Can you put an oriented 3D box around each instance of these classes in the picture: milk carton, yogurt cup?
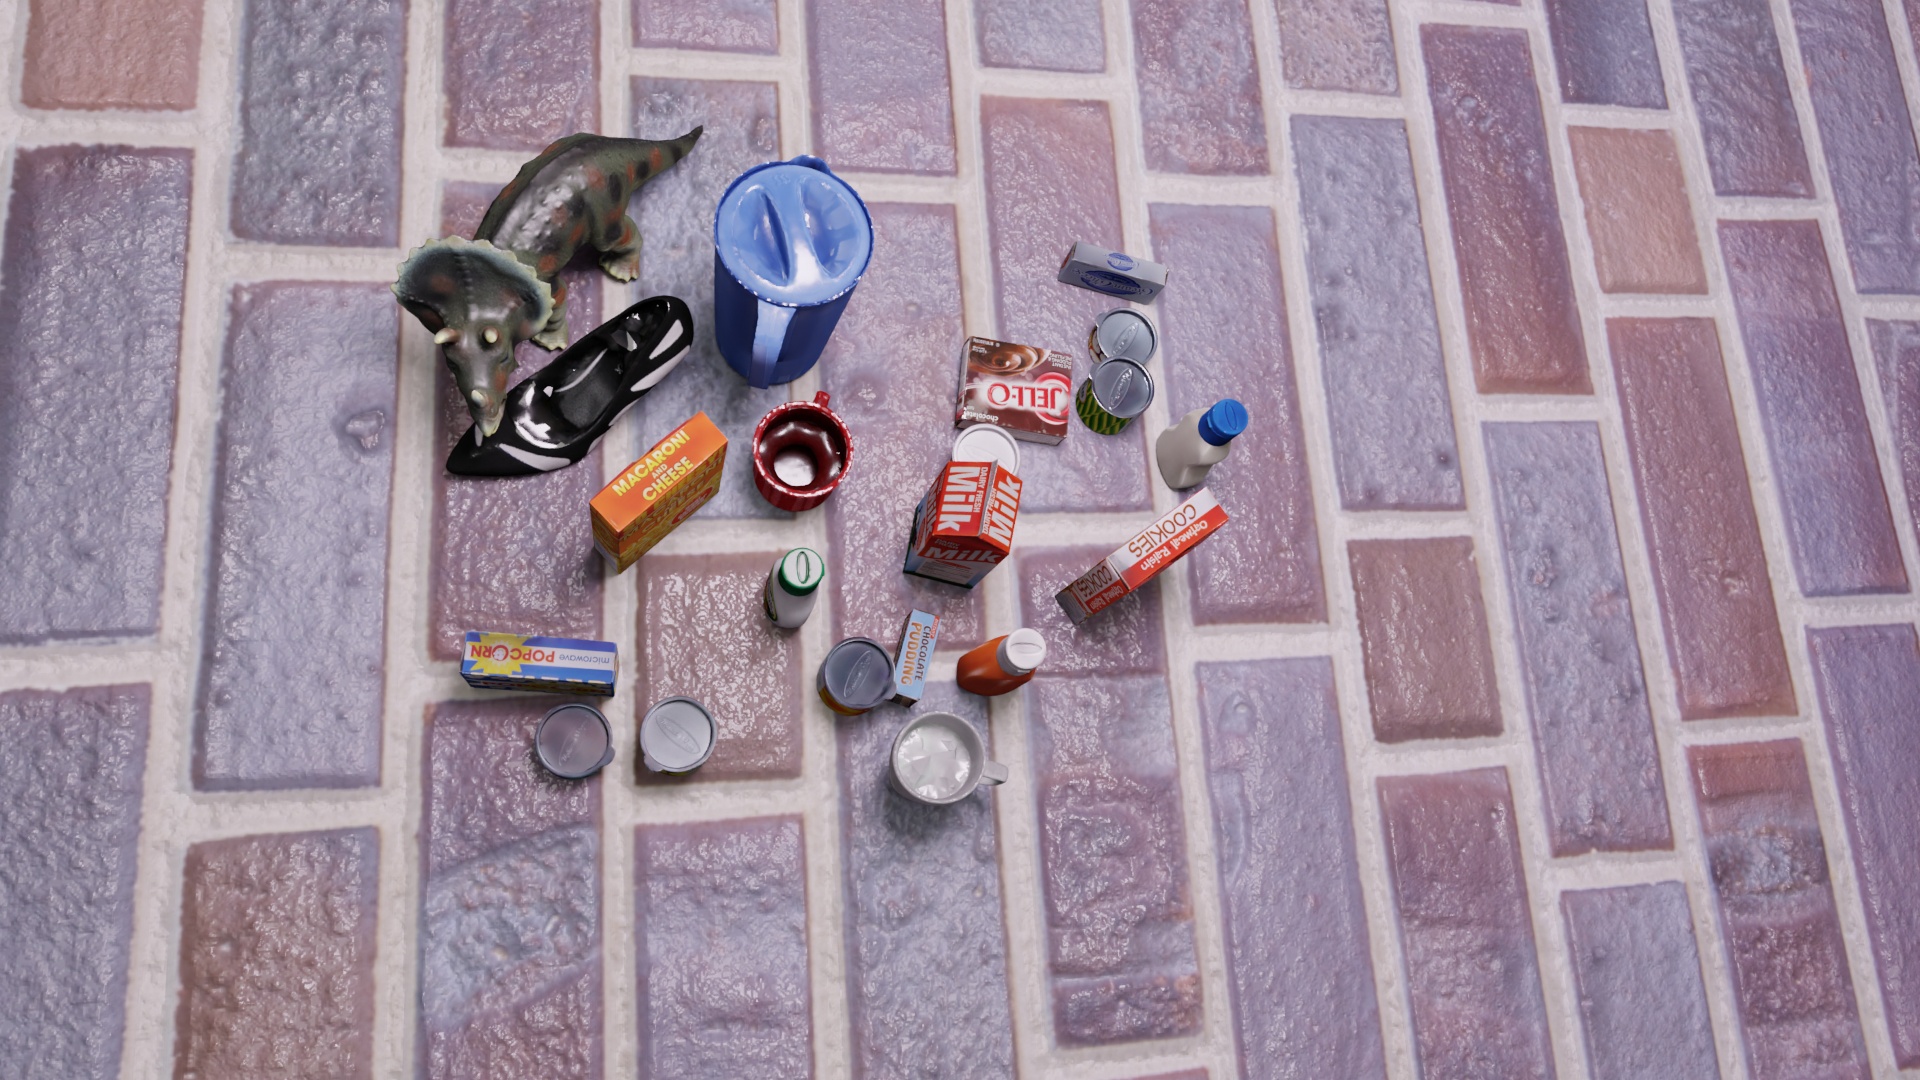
[{"bbox_3d":[0.005,-0.016,1.269,0.073,0.190,0.072,14,74,-9],"label":"milk carton"},{"bbox_3d":[0.020,-0.075,1.360,0.072,0.053,0.072,3,75,-12],"label":"yogurt cup"}]

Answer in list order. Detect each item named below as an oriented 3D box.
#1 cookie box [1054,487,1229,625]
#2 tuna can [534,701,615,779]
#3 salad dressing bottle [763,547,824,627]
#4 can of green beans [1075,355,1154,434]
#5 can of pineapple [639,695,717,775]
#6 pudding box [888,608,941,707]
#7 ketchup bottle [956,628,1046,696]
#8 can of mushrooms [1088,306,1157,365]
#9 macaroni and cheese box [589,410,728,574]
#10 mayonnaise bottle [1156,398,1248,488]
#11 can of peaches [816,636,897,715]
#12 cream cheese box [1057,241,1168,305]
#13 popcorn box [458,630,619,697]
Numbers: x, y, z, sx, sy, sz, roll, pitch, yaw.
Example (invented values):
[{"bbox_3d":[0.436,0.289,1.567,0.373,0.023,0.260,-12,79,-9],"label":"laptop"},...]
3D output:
[{"bbox_3d":[0.168,0.018,1.310,0.123,0.167,0.040,-35,86,-18],"label":"cookie box"},{"bbox_3d":[-0.337,0.178,1.222,0.071,0.032,0.071,3,75,-12],"label":"tuna can"},{"bbox_3d":[-0.148,0.039,1.242,0.044,0.147,0.064,0,76,-13],"label":"salad dressing bottle"},{"bbox_3d":[0.156,-0.147,1.408,0.071,0.057,0.071,3,75,-12],"label":"can of green beans"},{"bbox_3d":[-0.252,0.175,1.230,0.071,0.057,0.071,3,75,-12],"label":"can of pineapple"},{"bbox_3d":[-0.045,0.110,1.299,0.030,0.049,0.084,18,73,-8],"label":"pudding box"},{"bbox_3d":[0.041,0.111,1.266,0.065,0.148,0.043,4,76,-12],"label":"ketchup bottle"},{"bbox_3d":[0.166,-0.207,1.438,0.071,0.033,0.071,3,75,-12],"label":"can of mushrooms"},{"bbox_3d":[-0.267,-0.040,1.225,0.124,0.166,0.040,-43,89,-19],"label":"macaroni and cheese box"},{"bbox_3d":[0.237,-0.098,1.366,0.041,0.147,0.065,-10,79,-15],"label":"mayonnaise bottle"},{"bbox_3d":[-0.095,0.127,1.278,0.071,0.058,0.071,3,75,-12],"label":"can of peaches"},{"bbox_3d":[0.158,-0.278,1.445,0.104,0.053,0.024,13,74,-9],"label":"cream cheese box"},{"bbox_3d":[-0.363,0.109,1.207,0.127,0.085,0.038,6,75,-12],"label":"popcorn box"}]
